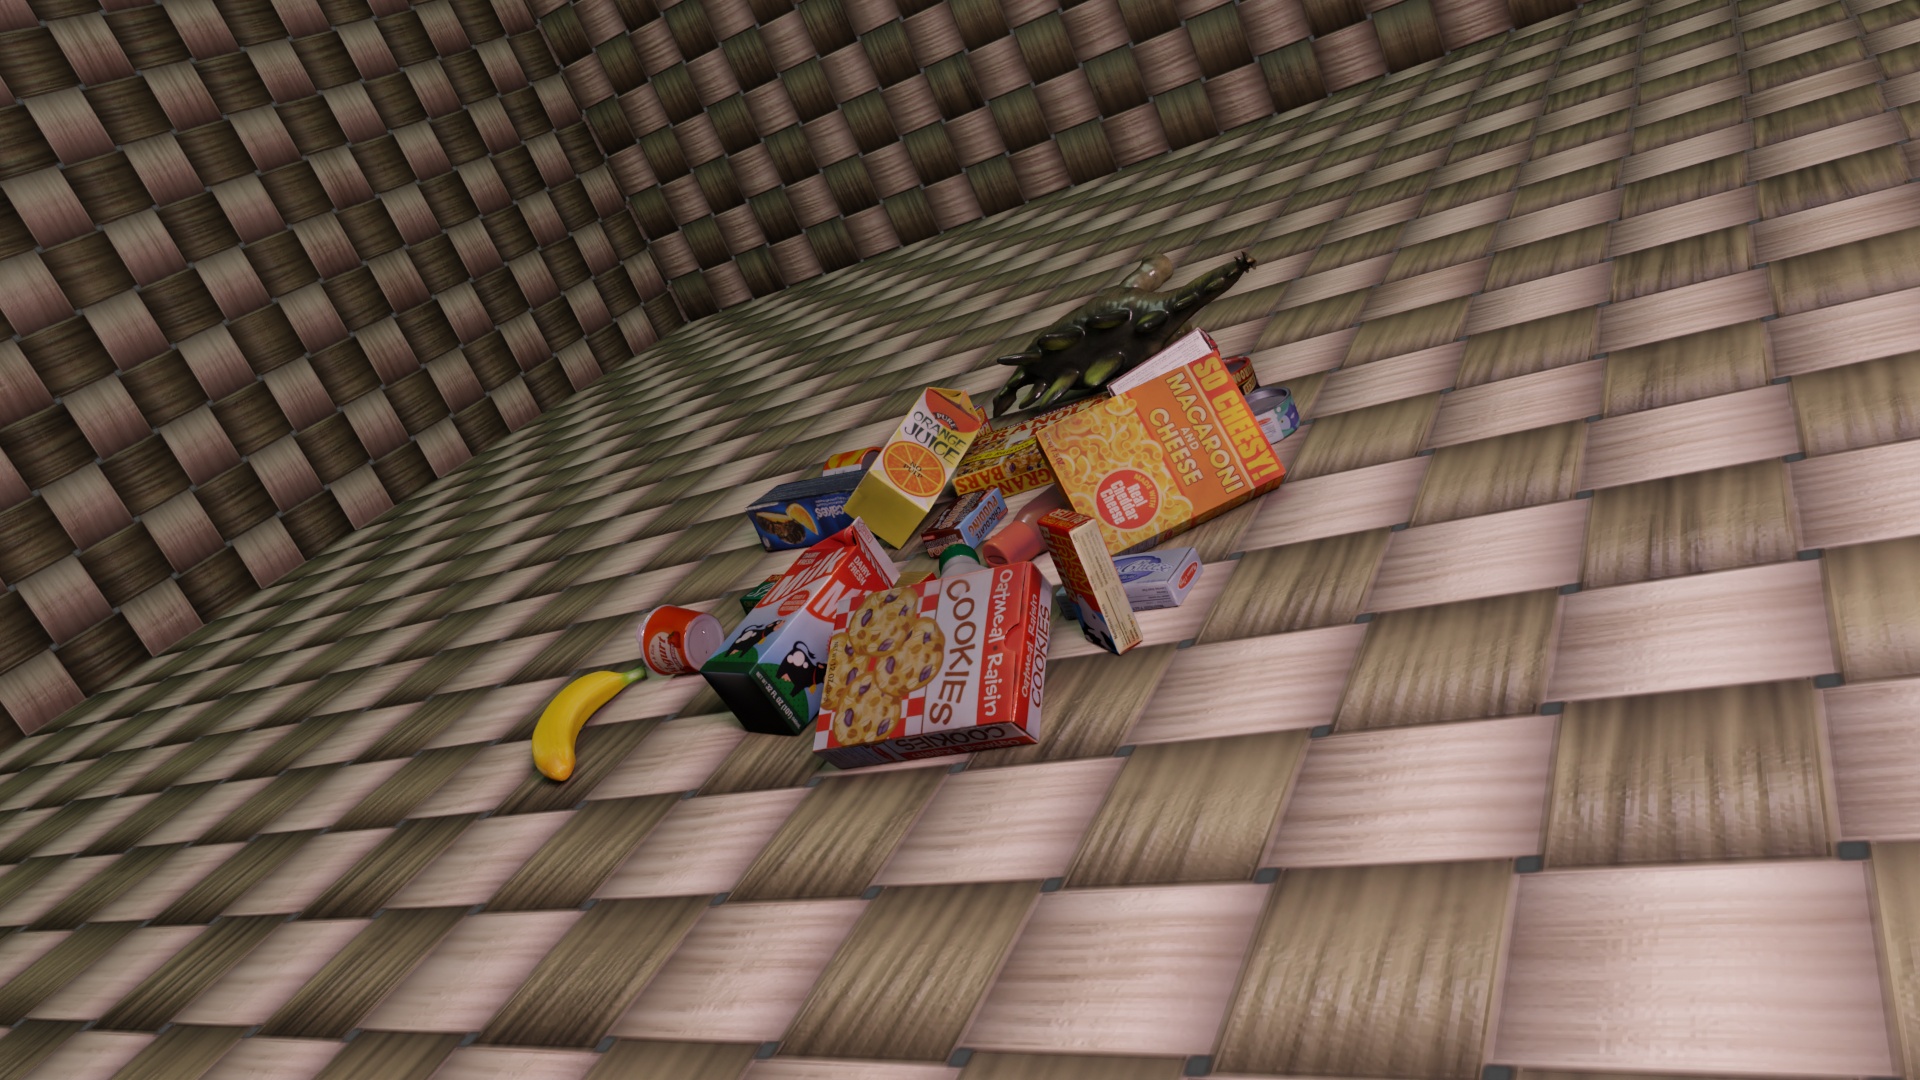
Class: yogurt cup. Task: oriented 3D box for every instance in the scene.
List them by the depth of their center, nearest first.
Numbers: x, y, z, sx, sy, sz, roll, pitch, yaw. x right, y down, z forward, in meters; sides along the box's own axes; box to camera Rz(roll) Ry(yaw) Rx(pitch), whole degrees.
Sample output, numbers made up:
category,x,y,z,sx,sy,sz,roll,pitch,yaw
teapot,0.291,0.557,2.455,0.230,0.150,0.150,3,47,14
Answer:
category,x,y,z,sx,sy,sz,roll,pitch,yaw
yogurt cup,-0.260,0.095,1.312,0.054,0.072,0.073,-1,29,34

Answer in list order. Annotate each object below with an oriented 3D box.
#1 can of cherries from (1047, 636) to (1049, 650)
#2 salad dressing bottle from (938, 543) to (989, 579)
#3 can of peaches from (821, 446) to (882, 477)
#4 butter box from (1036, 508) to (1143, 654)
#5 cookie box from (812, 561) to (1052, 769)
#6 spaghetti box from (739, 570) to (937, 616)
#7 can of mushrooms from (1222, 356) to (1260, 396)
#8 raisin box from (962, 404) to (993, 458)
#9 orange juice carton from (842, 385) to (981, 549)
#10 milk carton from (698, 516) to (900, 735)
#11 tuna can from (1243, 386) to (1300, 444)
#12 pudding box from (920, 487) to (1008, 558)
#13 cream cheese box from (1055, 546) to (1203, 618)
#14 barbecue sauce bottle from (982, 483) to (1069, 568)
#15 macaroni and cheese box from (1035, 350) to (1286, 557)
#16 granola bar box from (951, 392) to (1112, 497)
category,x,y,z,sx,sy,sz,roll,pitch,yaw
can of cherries,0.025,0.063,1.046,0.058,0.071,0.072,-23,18,24
salad dressing bottle,0.004,0.041,1.169,0.064,0.044,0.148,-25,18,4
can of peaches,-0.113,-0.071,1.573,0.058,0.071,0.071,-9,24,38
butter box,0.093,0.028,0.999,0.024,0.103,0.053,-29,18,-17
cookie box,-0.020,0.089,0.982,0.167,0.040,0.123,-13,54,30
spaghetti box,-0.117,0.054,1.300,0.250,0.028,0.050,-2,28,47
can of mushrooms,0.267,-0.157,1.398,0.071,0.033,0.071,-21,18,7
raisin box,-0.030,-0.111,1.623,0.086,0.040,0.124,-9,23,40
orange juice carton,-0.041,-0.088,1.437,0.071,0.073,0.194,-51,7,45
milk carton,-0.119,0.067,1.152,0.073,0.072,0.191,-4,37,46
tuna can,0.275,-0.113,1.268,0.071,0.032,0.071,-21,19,8
pudding box,0.005,-0.017,1.341,0.049,0.030,0.084,-8,25,37
cream cheese box,0.129,0.033,1.067,0.103,0.024,0.054,-9,23,37
barbecue sauce bottle,0.083,-0.021,1.239,0.149,0.043,0.065,-36,21,-30
macaroni and cheese box,0.163,-0.067,1.145,0.166,0.124,0.040,-25,-16,-3
granola bar box,0.082,-0.095,1.443,0.165,0.039,0.125,-17,20,20
